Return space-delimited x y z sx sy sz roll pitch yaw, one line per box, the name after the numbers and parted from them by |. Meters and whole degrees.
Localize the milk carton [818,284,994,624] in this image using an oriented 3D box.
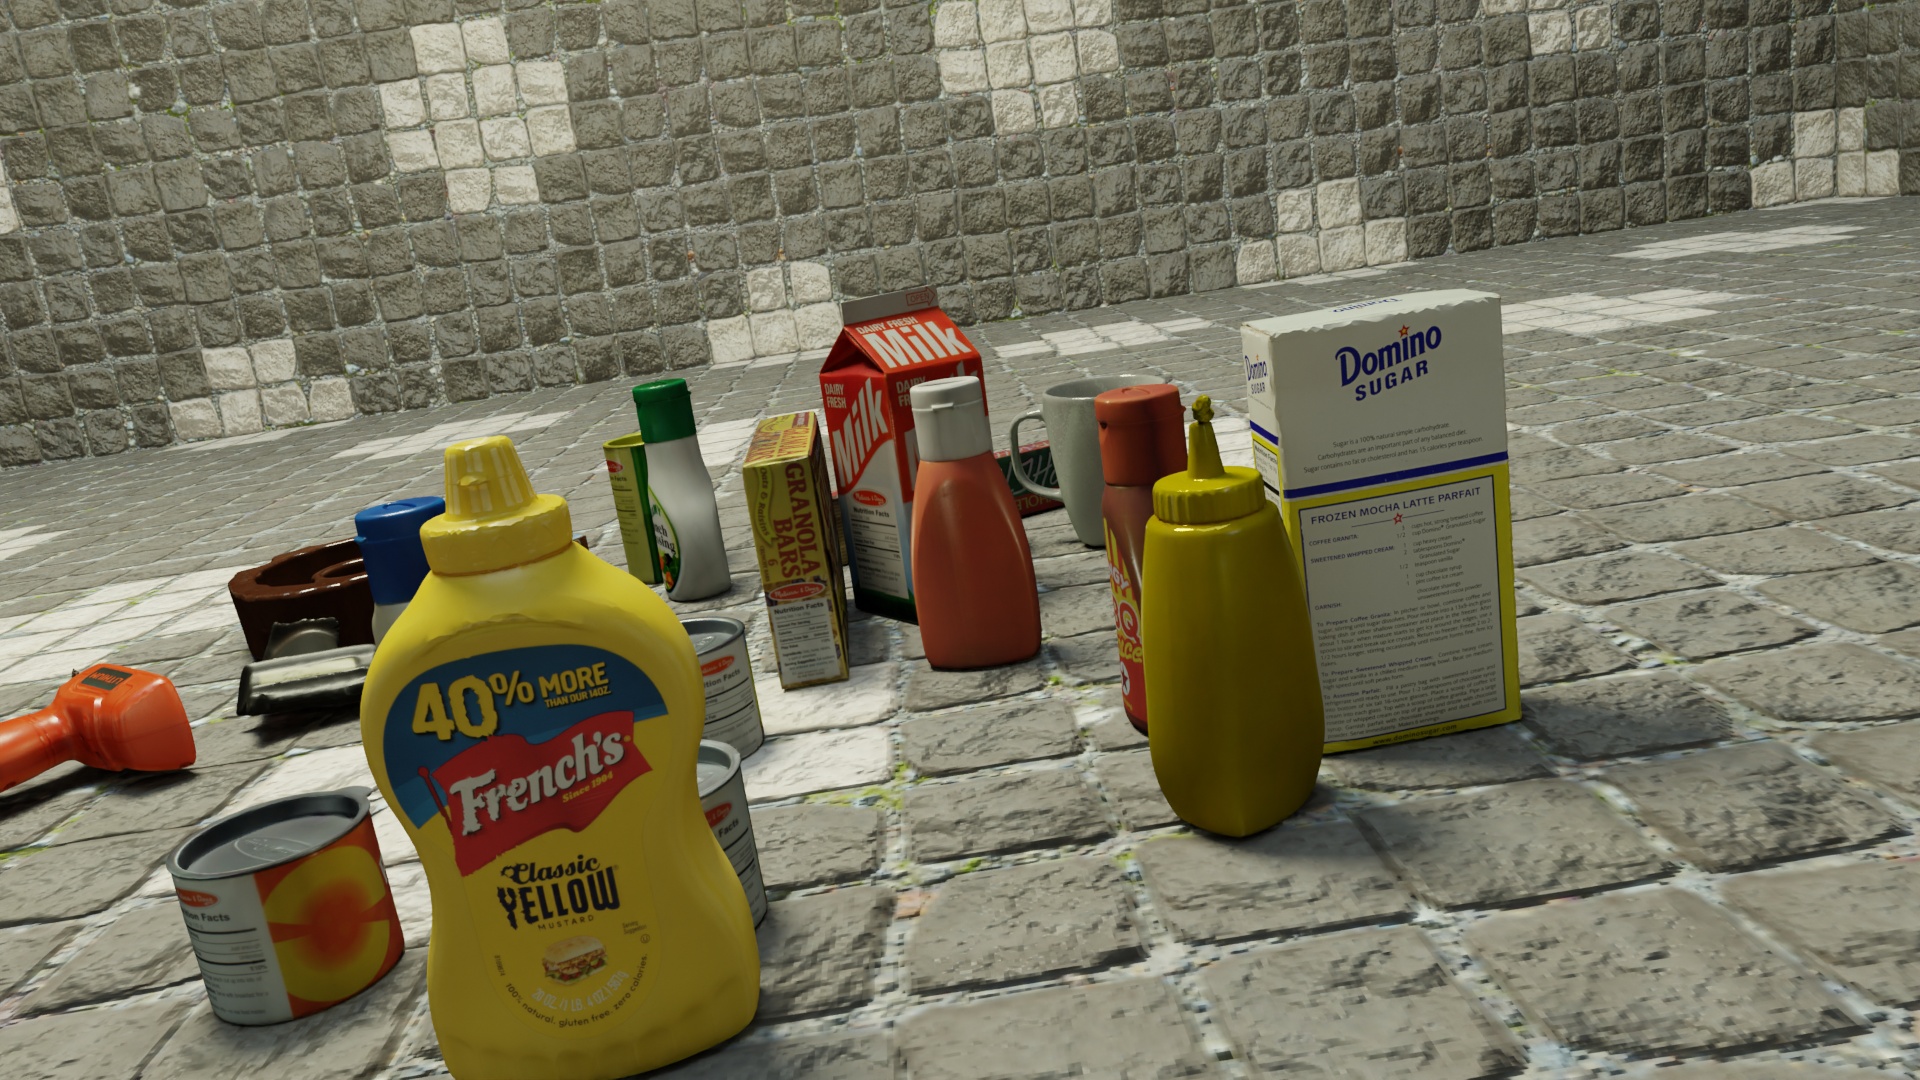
-0.029 -0.054 0.834 0.072 0.190 0.073 -18 16 -36 | milk carton

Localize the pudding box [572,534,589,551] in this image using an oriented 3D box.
-0.299 0.021 0.988 0.083 0.049 0.030 1 16 35 | pudding box

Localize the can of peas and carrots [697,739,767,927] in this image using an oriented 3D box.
-0.107 0.110 0.495 0.071 0.058 0.071 -8 13 2 | can of peas and carrots

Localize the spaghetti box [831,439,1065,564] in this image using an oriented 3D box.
0.014 -0.036 1.031 0.251 0.050 0.029 -15 15 -25 | spaghetti box

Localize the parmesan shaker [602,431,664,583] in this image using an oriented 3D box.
-0.221 -0.027 1.024 0.071 0.102 0.071 -8 13 2 | parmesan shaker

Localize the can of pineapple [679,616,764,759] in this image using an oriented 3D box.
-0.131 0.073 0.660 0.071 0.057 0.071 -8 14 2 | can of pineapple

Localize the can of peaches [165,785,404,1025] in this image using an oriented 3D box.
-0.238 0.129 0.498 0.071 0.058 0.071 -8 14 2 | can of peaches

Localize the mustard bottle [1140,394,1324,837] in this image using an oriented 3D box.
0.096 0.025 0.507 0.065 0.159 0.049 -19 17 -39 | mustard bottle

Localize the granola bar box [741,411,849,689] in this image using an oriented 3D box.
-0.091 -0.001 0.797 0.039 0.124 0.166 -9 14 -3 | granola bar box

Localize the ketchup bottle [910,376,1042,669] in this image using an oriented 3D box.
0.003 -0.009 0.722 0.065 0.148 0.044 -7 13 8 | ketchup bottle

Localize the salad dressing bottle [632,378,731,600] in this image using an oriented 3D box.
-0.191 -0.035 0.944 0.044 0.147 0.064 -14 14 -23 | salad dressing bottle

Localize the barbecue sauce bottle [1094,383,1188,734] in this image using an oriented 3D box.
0.086 0.008 0.606 0.044 0.148 0.065 -10 13 -5 | barbecue sauce bottle

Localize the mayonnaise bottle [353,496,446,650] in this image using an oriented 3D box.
-0.221 0.056 0.592 0.041 0.147 0.065 -19 17 -39 | mayonnaise bottle
